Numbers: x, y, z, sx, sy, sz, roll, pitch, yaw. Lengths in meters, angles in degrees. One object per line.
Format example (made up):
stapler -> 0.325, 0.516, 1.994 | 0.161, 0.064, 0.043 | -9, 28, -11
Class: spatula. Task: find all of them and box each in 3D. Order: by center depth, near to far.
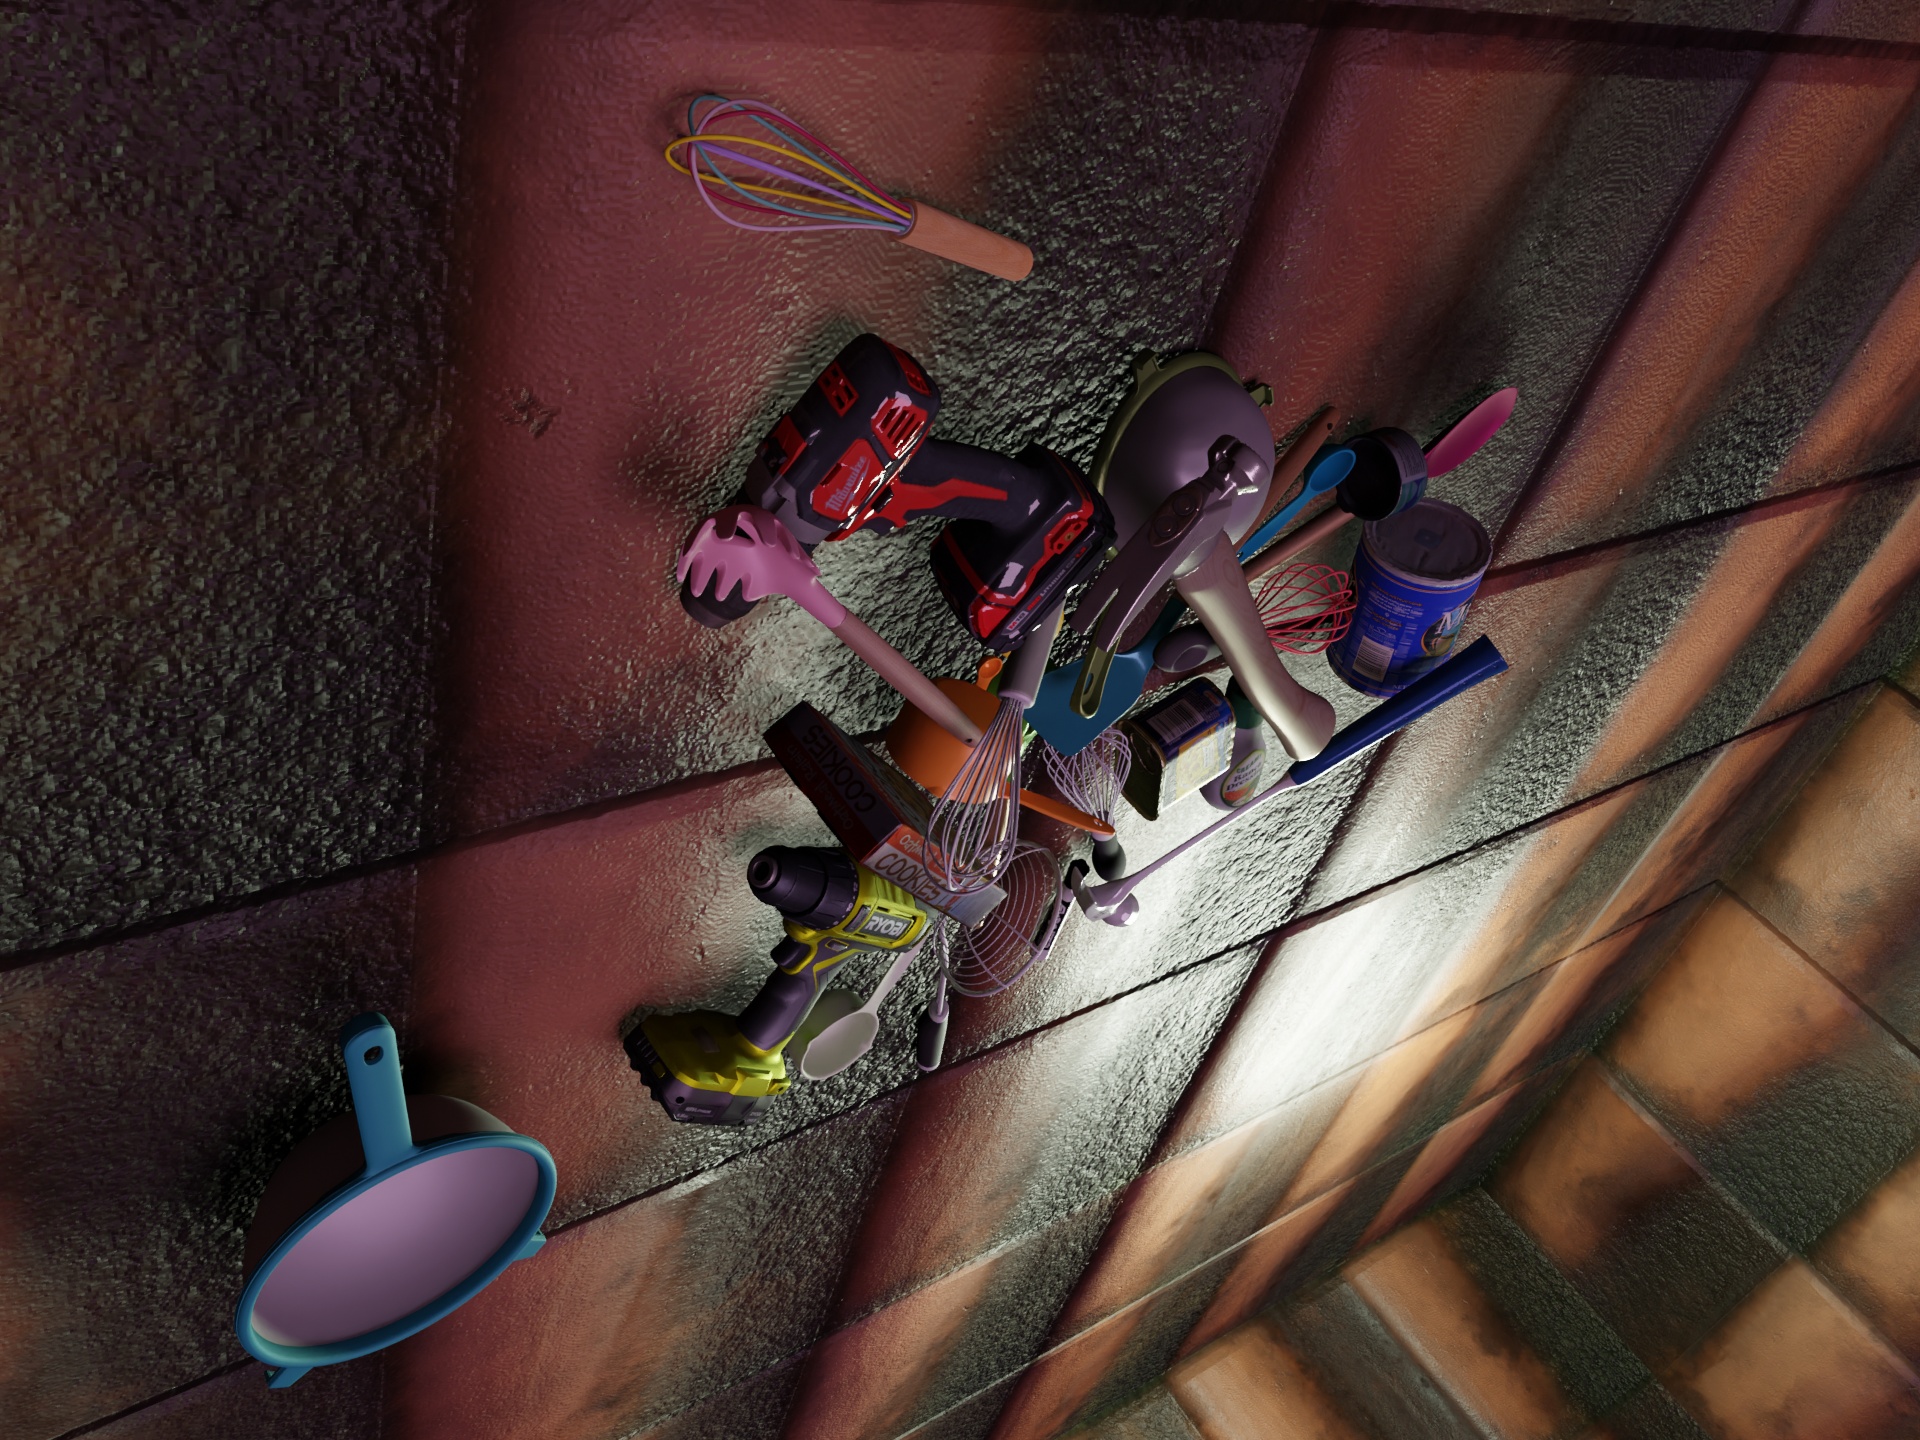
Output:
spatula -> 0.165, -0.107, 1.143 | 0.317, 0.044, 0.082 | -50, 125, -6

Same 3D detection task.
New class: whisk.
whisk -> -0.046, -0.251, 0.777 | 0.047, 0.051, 0.244 | -36, 158, 33
whisk -> 0.031, -0.006, 0.997 | 0.057, 0.059, 0.246 | 52, 52, -59
whisk -> 0.222, -0.072, 1.190 | 0.296, 0.073, 0.073 | -18, 143, -52
whisk -> 0.115, 0.073, 1.309 | 0.070, 0.070, 0.284 | -35, 151, -9

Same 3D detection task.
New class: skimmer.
skimmer -> 0.015, 0.220, 1.322 | 0.090, 0.127, 0.363 | 7, 146, -1

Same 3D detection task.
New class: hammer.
hammer -> 0.193, -0.041, 1.098 | 0.146, 0.038, 0.410 | -49, 150, 0
hammer -> 0.267, 0.054, 1.321 | 0.405, 0.035, 0.144 | -34, 157, 14

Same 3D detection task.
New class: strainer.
strainer -> -0.372, 0.270, 1.003 | 0.211, 0.095, 0.340 | -22, 141, -32
strainer -> 0.139, -0.110, 1.047 | 0.151, 0.069, 0.256 | 1, 114, -48

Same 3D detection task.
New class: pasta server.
pasta server -> -0.057, -0.041, 0.899 | 0.060, 0.040, 0.316 | -18, 151, 19

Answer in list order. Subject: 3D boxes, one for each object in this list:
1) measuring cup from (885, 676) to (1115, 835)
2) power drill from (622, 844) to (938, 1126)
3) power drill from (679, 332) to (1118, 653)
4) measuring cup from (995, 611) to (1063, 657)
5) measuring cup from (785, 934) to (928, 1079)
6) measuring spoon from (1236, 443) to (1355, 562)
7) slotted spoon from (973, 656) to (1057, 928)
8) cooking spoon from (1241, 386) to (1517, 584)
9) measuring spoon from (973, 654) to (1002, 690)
measuring cup -> 0.037, 0.026, 1.084 | 0.173, 0.095, 0.052 | 23, 116, -6
power drill -> -0.138, 0.185, 1.159 | 0.228, 0.080, 0.190 | -50, 148, 9
power drill -> -0.037, -0.108, 0.917 | 0.188, 0.080, 0.226 | -47, 144, 22
measuring cup -> 0.052, -0.103, 1.055 | 0.062, 0.029, 0.156 | -19, 141, -30
measuring cup -> -0.082, 0.219, 1.296 | 0.167, 0.038, 0.083 | -54, 146, 9
measuring spoon -> 0.242, -0.163, 1.198 | 0.128, 0.021, 0.042 | -44, 149, 21
slotted spoon -> 0.032, 0.067, 1.240 | 0.070, 0.031, 0.313 | -20, 143, -25
cooking spoon -> 0.318, -0.176, 1.253 | 0.319, 0.017, 0.068 | -33, 152, -13
measuring spoon -> -0.002, -0.004, 1.139 | 0.021, 0.011, 0.116 | -2, 134, -39
